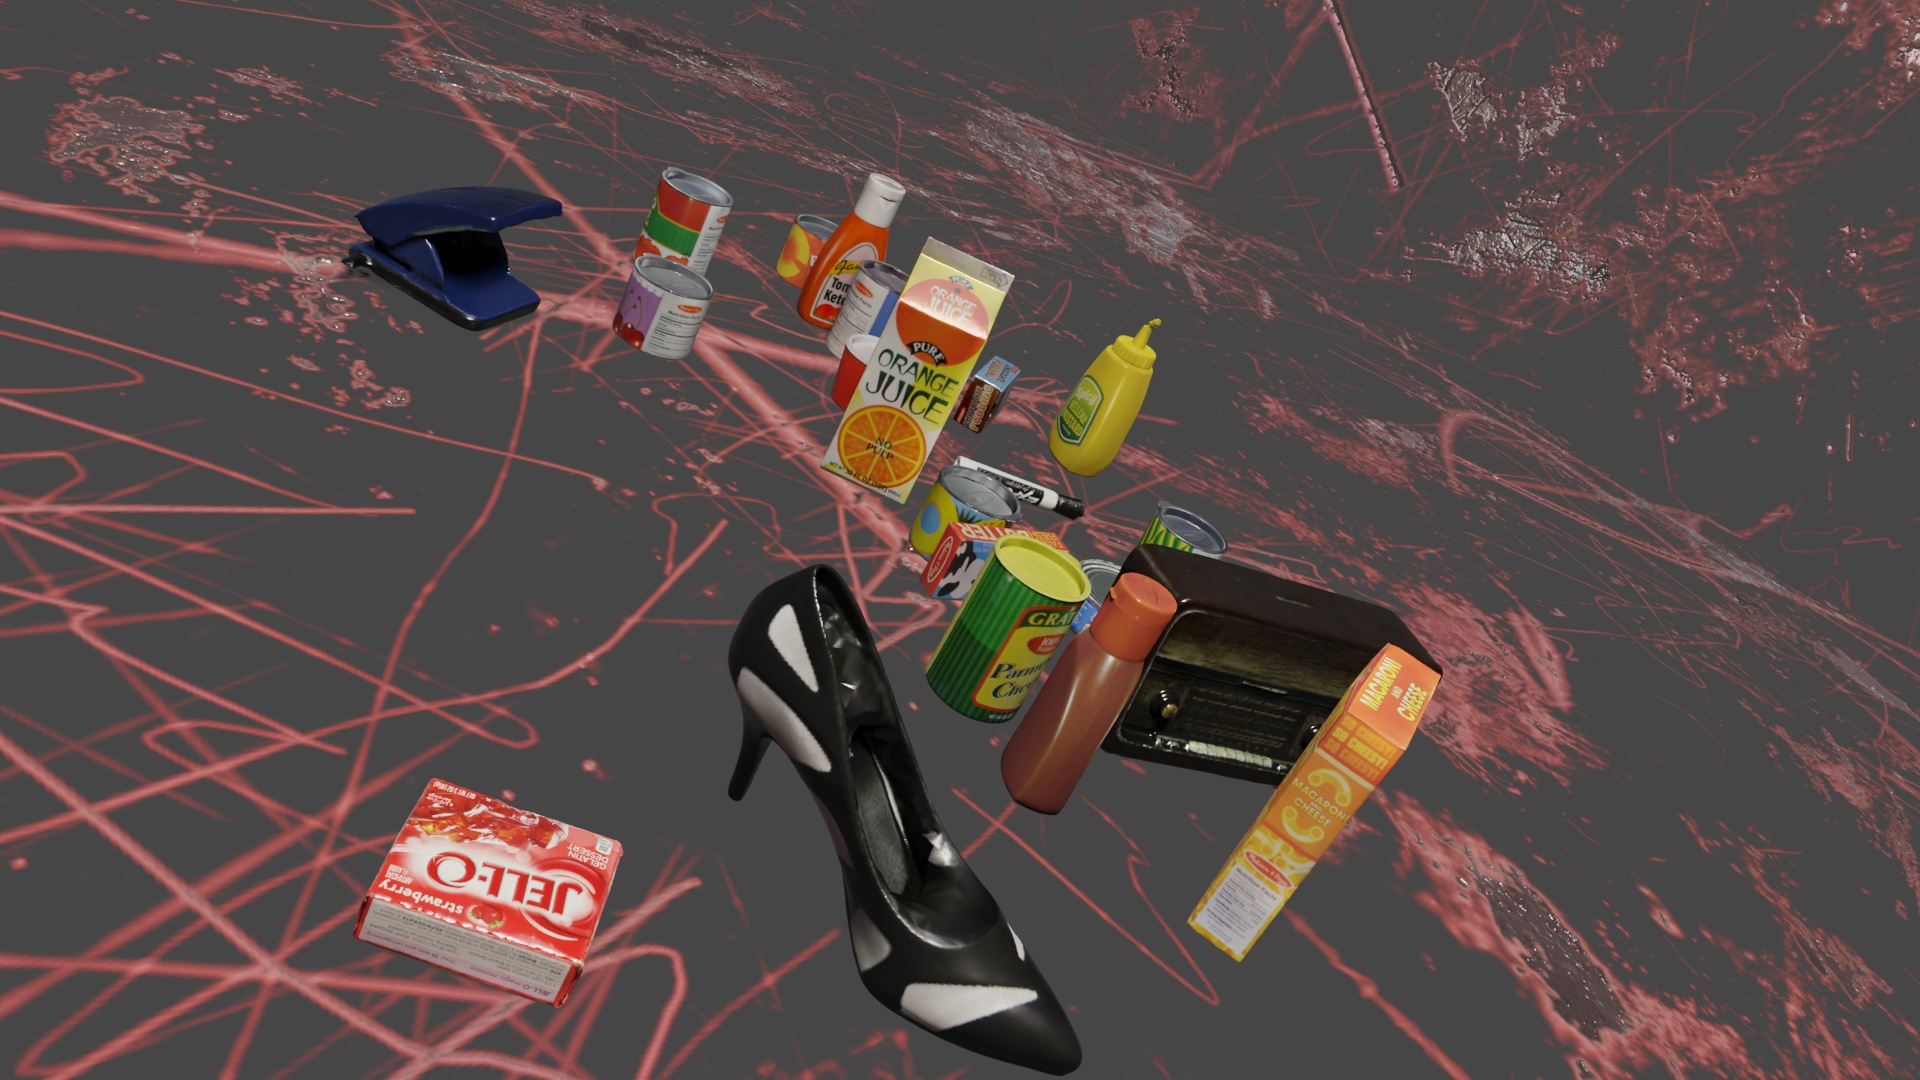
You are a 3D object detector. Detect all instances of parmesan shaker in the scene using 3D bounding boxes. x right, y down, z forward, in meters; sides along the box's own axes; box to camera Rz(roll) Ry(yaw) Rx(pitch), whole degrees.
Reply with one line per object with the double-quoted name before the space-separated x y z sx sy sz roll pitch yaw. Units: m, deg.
"parmesan shaker" 0.031 0.056 0.873 0.071 0.102 0.071 23 26 -12

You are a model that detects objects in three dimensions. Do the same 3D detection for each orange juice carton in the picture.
"orange juice carton" -0.032 -0.132 1.055 0.072 0.191 0.073 25 25 -6

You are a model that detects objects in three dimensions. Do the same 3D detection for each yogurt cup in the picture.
"yogurt cup" -0.075 -0.136 1.182 0.072 0.053 0.073 22 26 -11

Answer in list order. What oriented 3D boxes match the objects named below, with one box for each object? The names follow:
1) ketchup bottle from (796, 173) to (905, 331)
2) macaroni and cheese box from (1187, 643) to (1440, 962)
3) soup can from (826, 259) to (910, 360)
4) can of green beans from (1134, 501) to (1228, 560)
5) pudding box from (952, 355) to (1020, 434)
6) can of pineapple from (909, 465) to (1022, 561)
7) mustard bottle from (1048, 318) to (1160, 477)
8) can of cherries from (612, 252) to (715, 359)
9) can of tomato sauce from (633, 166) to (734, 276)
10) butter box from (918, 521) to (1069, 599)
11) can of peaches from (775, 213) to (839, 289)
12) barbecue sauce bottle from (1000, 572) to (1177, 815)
"ketchup bottle" -0.098 -0.267 1.291 0.065 0.148 0.044 12 29 -30
"macaroni and cheese box" 0.204 0.148 0.801 0.040 0.165 0.124 35 26 15
"soup can" -0.075 -0.204 1.272 0.071 0.083 0.072 23 26 -12
"can of green beans" 0.178 0.013 1.150 0.071 0.057 0.071 22 26 -11
"pudding box" 0.025 -0.136 1.284 0.030 0.049 0.084 30 26 3
"can of pineapple" 0.004 -0.013 1.026 0.071 0.057 0.071 22 26 -11
"mustard bottle" 0.137 -0.136 1.266 0.049 0.159 0.065 9 31 -35
"can of cherries" -0.238 -0.187 1.110 0.071 0.058 0.072 22 26 -11
"can of tomato sauce" -0.250 -0.280 1.242 0.071 0.082 0.071 23 26 -12
"butter box" 0.025 0.017 0.997 0.103 0.053 0.024 6 33 -39
"can of peaches" -0.142 -0.283 1.381 0.071 0.057 0.071 22 26 -11
"barbecue sauce bottle" 0.074 0.087 0.807 0.044 0.148 0.065 22 26 -13
